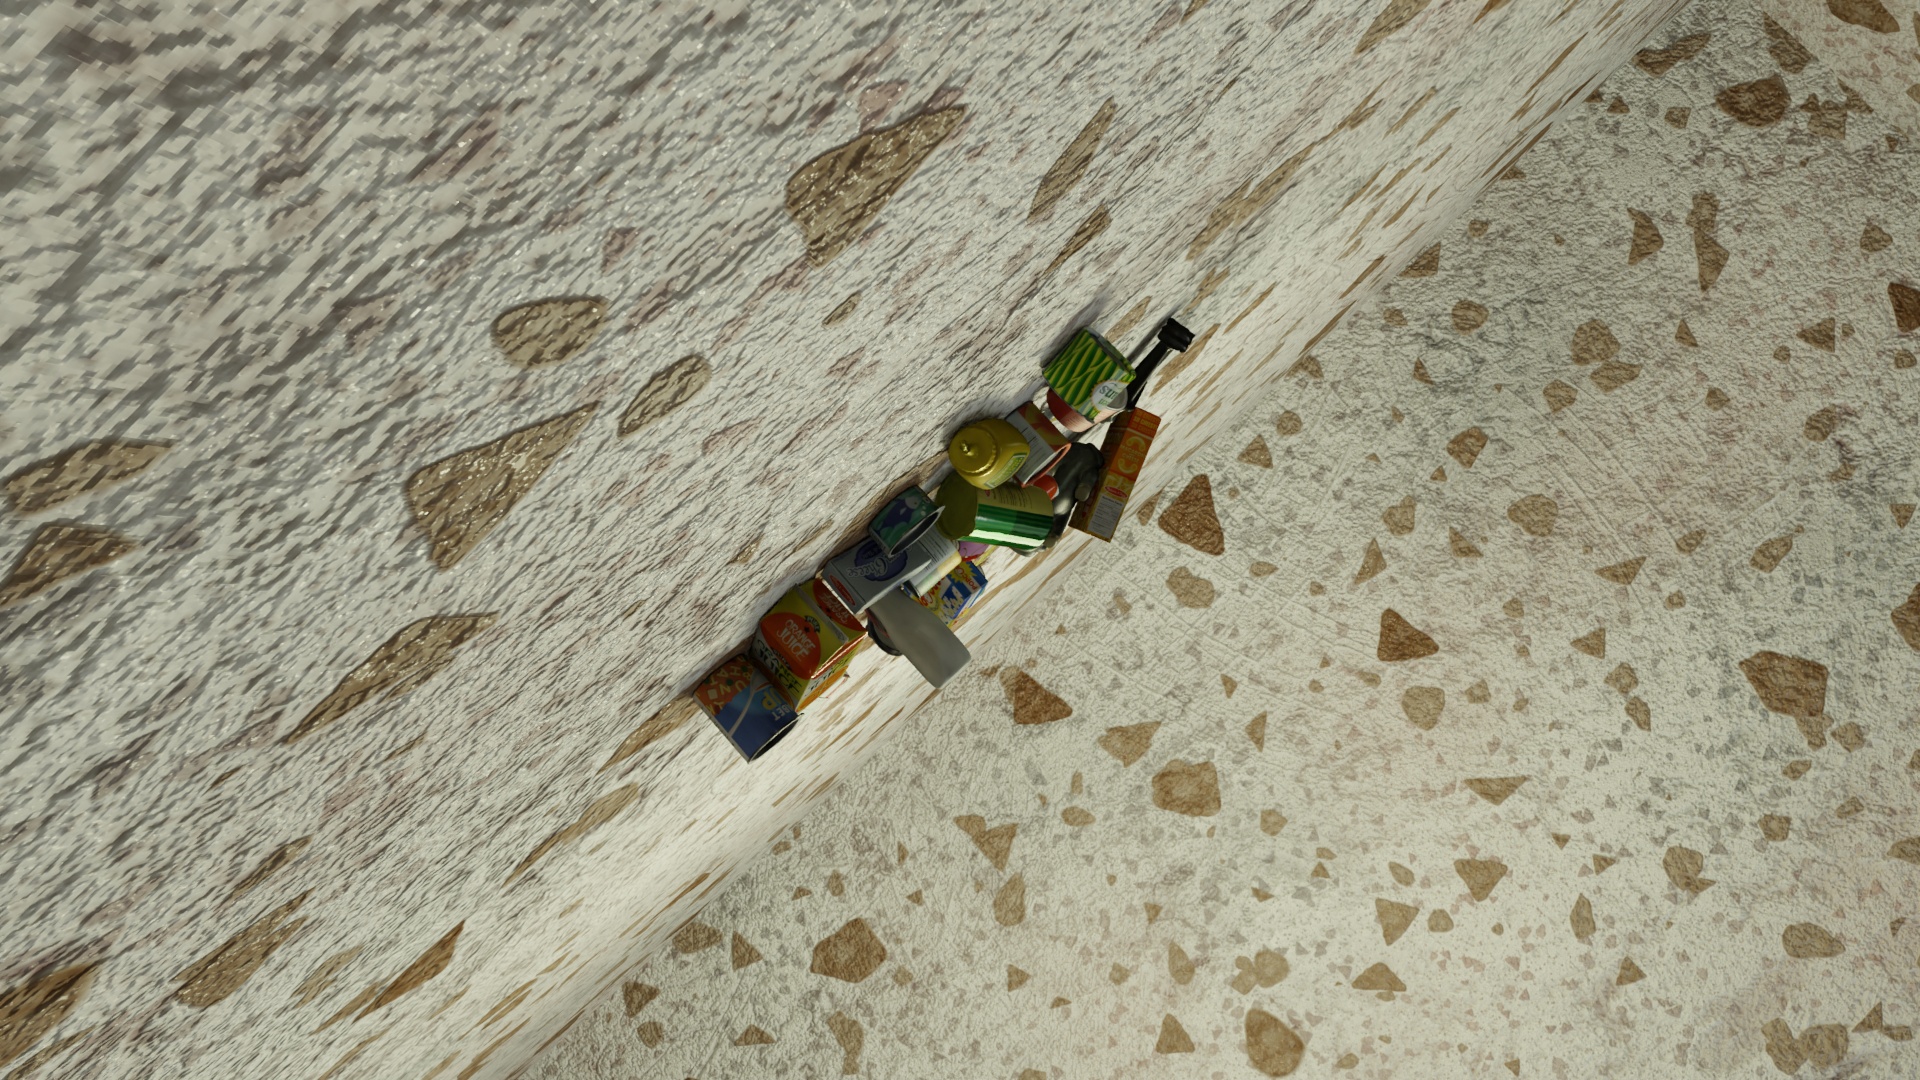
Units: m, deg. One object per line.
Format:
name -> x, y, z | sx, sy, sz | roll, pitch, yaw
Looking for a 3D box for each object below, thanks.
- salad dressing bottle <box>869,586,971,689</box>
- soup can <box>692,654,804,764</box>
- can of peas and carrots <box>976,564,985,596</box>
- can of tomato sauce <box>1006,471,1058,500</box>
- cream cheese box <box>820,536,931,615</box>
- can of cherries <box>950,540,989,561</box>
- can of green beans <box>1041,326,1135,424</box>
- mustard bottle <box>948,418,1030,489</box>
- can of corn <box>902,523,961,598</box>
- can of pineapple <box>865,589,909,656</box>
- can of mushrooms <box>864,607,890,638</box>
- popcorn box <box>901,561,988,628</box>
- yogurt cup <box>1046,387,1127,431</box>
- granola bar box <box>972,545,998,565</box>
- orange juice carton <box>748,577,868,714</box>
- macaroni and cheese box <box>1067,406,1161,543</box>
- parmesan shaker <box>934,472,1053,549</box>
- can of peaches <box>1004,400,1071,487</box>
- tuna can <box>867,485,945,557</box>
salad dressing bottle -> -0.054, 0.080, 1.378 | 0.044, 0.148, 0.064 | -38, 171, -33
soup can -> -0.201, 0.158, 1.318 | 0.071, 0.084, 0.071 | -41, 172, -7
can of peas and carrots -> -0.012, 0.056, 1.740 | 0.059, 0.071, 0.070 | -33, 168, -44
can of tomato sauce -> 0.056, -0.050, 1.515 | 0.083, 0.071, 0.071 | -41, 172, -13
cream cheese box -> -0.079, 0.024, 1.307 | 0.104, 0.053, 0.024 | -34, 170, -46
can of cherries -> 0.005, -0.018, 1.445 | 0.072, 0.071, 0.058 | -37, 171, -31
can of green beans -> 0.117, -0.152, 1.266 | 0.057, 0.071, 0.071 | -45, 171, 19
mustard bottle -> 0.020, -0.079, 1.252 | 0.065, 0.049, 0.160 | -45, 172, 11
can of corn -> -0.042, 0.015, 1.391 | 0.058, 0.071, 0.071 | -41, 172, -9
can of pineapple -> -0.072, 0.098, 1.689 | 0.058, 0.071, 0.070 | -34, 169, -43
can of mushrooms -> -0.079, 0.075, 1.521 | 0.033, 0.071, 0.071 | -39, 171, -17
popcorn box -> -0.022, 0.046, 1.573 | 0.038, 0.085, 0.126 | -37, 171, -24
yogurt cup -> 0.121, -0.142, 1.353 | 0.053, 0.072, 0.073 | -39, 176, 39
granola bar box -> 0.028, -0.015, 1.654 | 0.125, 0.039, 0.164 | -34, 168, -44
orange juice carton -> -0.145, 0.098, 1.312 | 0.073, 0.072, 0.191 | -39, 172, -26
macaroni and cheese box -> 0.193, -0.084, 1.744 | 0.124, 0.040, 0.166 | -141, -106, -83
parmesan shaker -> 0.034, -0.025, 1.370 | 0.103, 0.071, 0.071 | 9, 136, -40
can of peaches -> 0.067, -0.094, 1.361 | 0.071, 0.058, 0.071 | -41, 171, -8
tuna can -> -0.050, -0.019, 1.285 | 0.071, 0.033, 0.071 | -41, 172, -7
